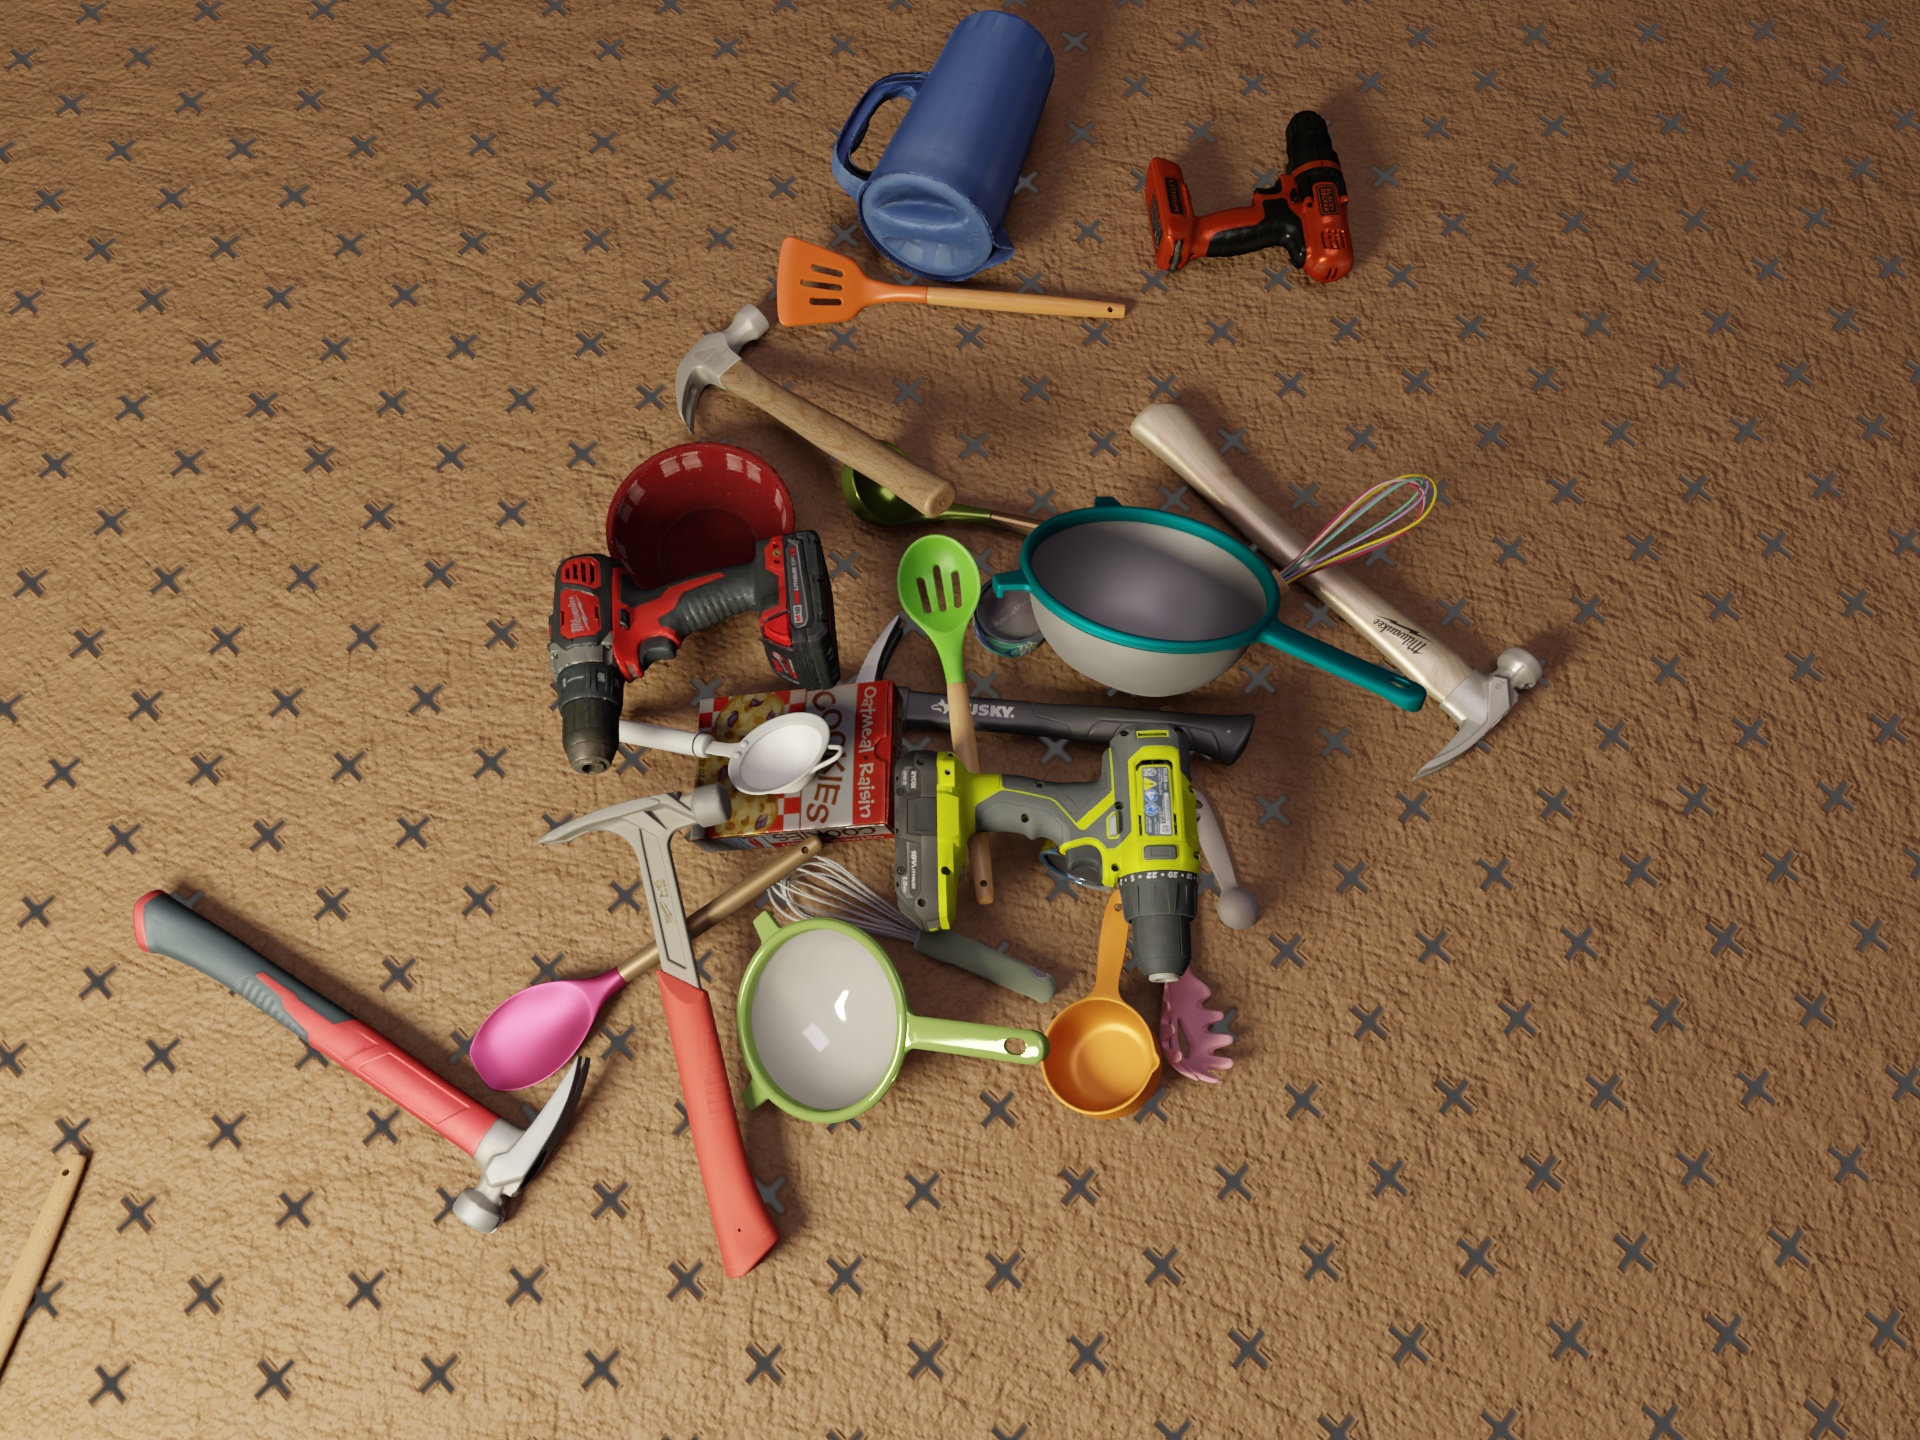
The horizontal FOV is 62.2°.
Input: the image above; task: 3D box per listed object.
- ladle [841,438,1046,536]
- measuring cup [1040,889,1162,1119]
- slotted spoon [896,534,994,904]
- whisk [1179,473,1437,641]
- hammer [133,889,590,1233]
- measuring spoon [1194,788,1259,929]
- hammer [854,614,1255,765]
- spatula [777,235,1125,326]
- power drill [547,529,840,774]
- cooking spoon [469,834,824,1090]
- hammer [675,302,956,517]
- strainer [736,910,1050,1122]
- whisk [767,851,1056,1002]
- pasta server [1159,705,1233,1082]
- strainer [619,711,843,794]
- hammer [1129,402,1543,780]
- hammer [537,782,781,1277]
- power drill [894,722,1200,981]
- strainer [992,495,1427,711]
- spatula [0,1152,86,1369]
[{"bbox_3d":[0.053,-0.177,1.385,0.320,0.062,0.078,13,65,2],"label":"ladle"},{"bbox_3d":[0.116,0.219,1.221,0.095,0.052,0.174,2,67,20],"label":"measuring cup"},{"bbox_3d":[-0.002,-0.004,1.287,0.070,0.031,0.314,-9,70,1],"label":"slotted spoon"},{"bbox_3d":[0.289,-0.129,1.330,0.245,0.051,0.047,-35,78,13],"label":"whisk"},{"bbox_3d":[-0.471,0.226,1.222,0.386,0.038,0.143,30,79,12],"label":"hammer"},{"bbox_3d":[0.210,0.110,1.291,0.034,0.018,0.124,-17,69,-7],"label":"measuring spoon"},{"bbox_3d":[0.074,-0.005,1.313,0.335,0.035,0.146,4,68,7],"label":"hammer"},{"bbox_3d":[-0.007,-0.393,1.476,0.322,0.041,0.081,4,97,-1],"label":"spatula"},{"bbox_3d":[-0.213,-0.055,1.254,0.226,0.080,0.188,-8,61,0],"label":"power drill"},{"bbox_3d":[-0.240,0.183,1.234,0.319,0.017,0.069,-34,80,-2],"label":"cooking spoon"},{"bbox_3d":[-0.129,-0.256,1.375,0.130,0.031,0.332,-46,56,-13],"label":"hammer"},{"bbox_3d":[-0.044,0.225,1.182,0.256,0.069,0.151,2,86,26],"label":"strainer"},{"bbox_3d":[-0.039,0.167,1.256,0.246,0.058,0.059,22,104,5],"label":"whisk"},{"bbox_3d":[0.177,0.132,1.272,0.060,0.040,0.316,16,62,-31],"label":"pasta server"},{"bbox_3d":[-0.196,0.022,1.265,0.258,0.050,0.087,9,50,27],"label":"strainer"},{"bbox_3d":[0.297,-0.128,1.378,0.146,0.038,0.411,-42,74,-14],"label":"hammer"},{"bbox_3d":[-0.209,0.234,1.193,0.149,0.036,0.359,-16,81,7],"label":"hammer"},{"bbox_3d":[0.067,0.101,1.195,0.228,0.080,0.191,-1,72,2],"label":"power drill"},{"bbox_3d":[0.200,-0.058,1.274,0.340,0.095,0.211,27,40,20],"label":"strainer"},{"bbox_3d":[-0.699,0.466,1.129,0.082,0.044,0.318,10,68,7],"label":"spatula"}]
